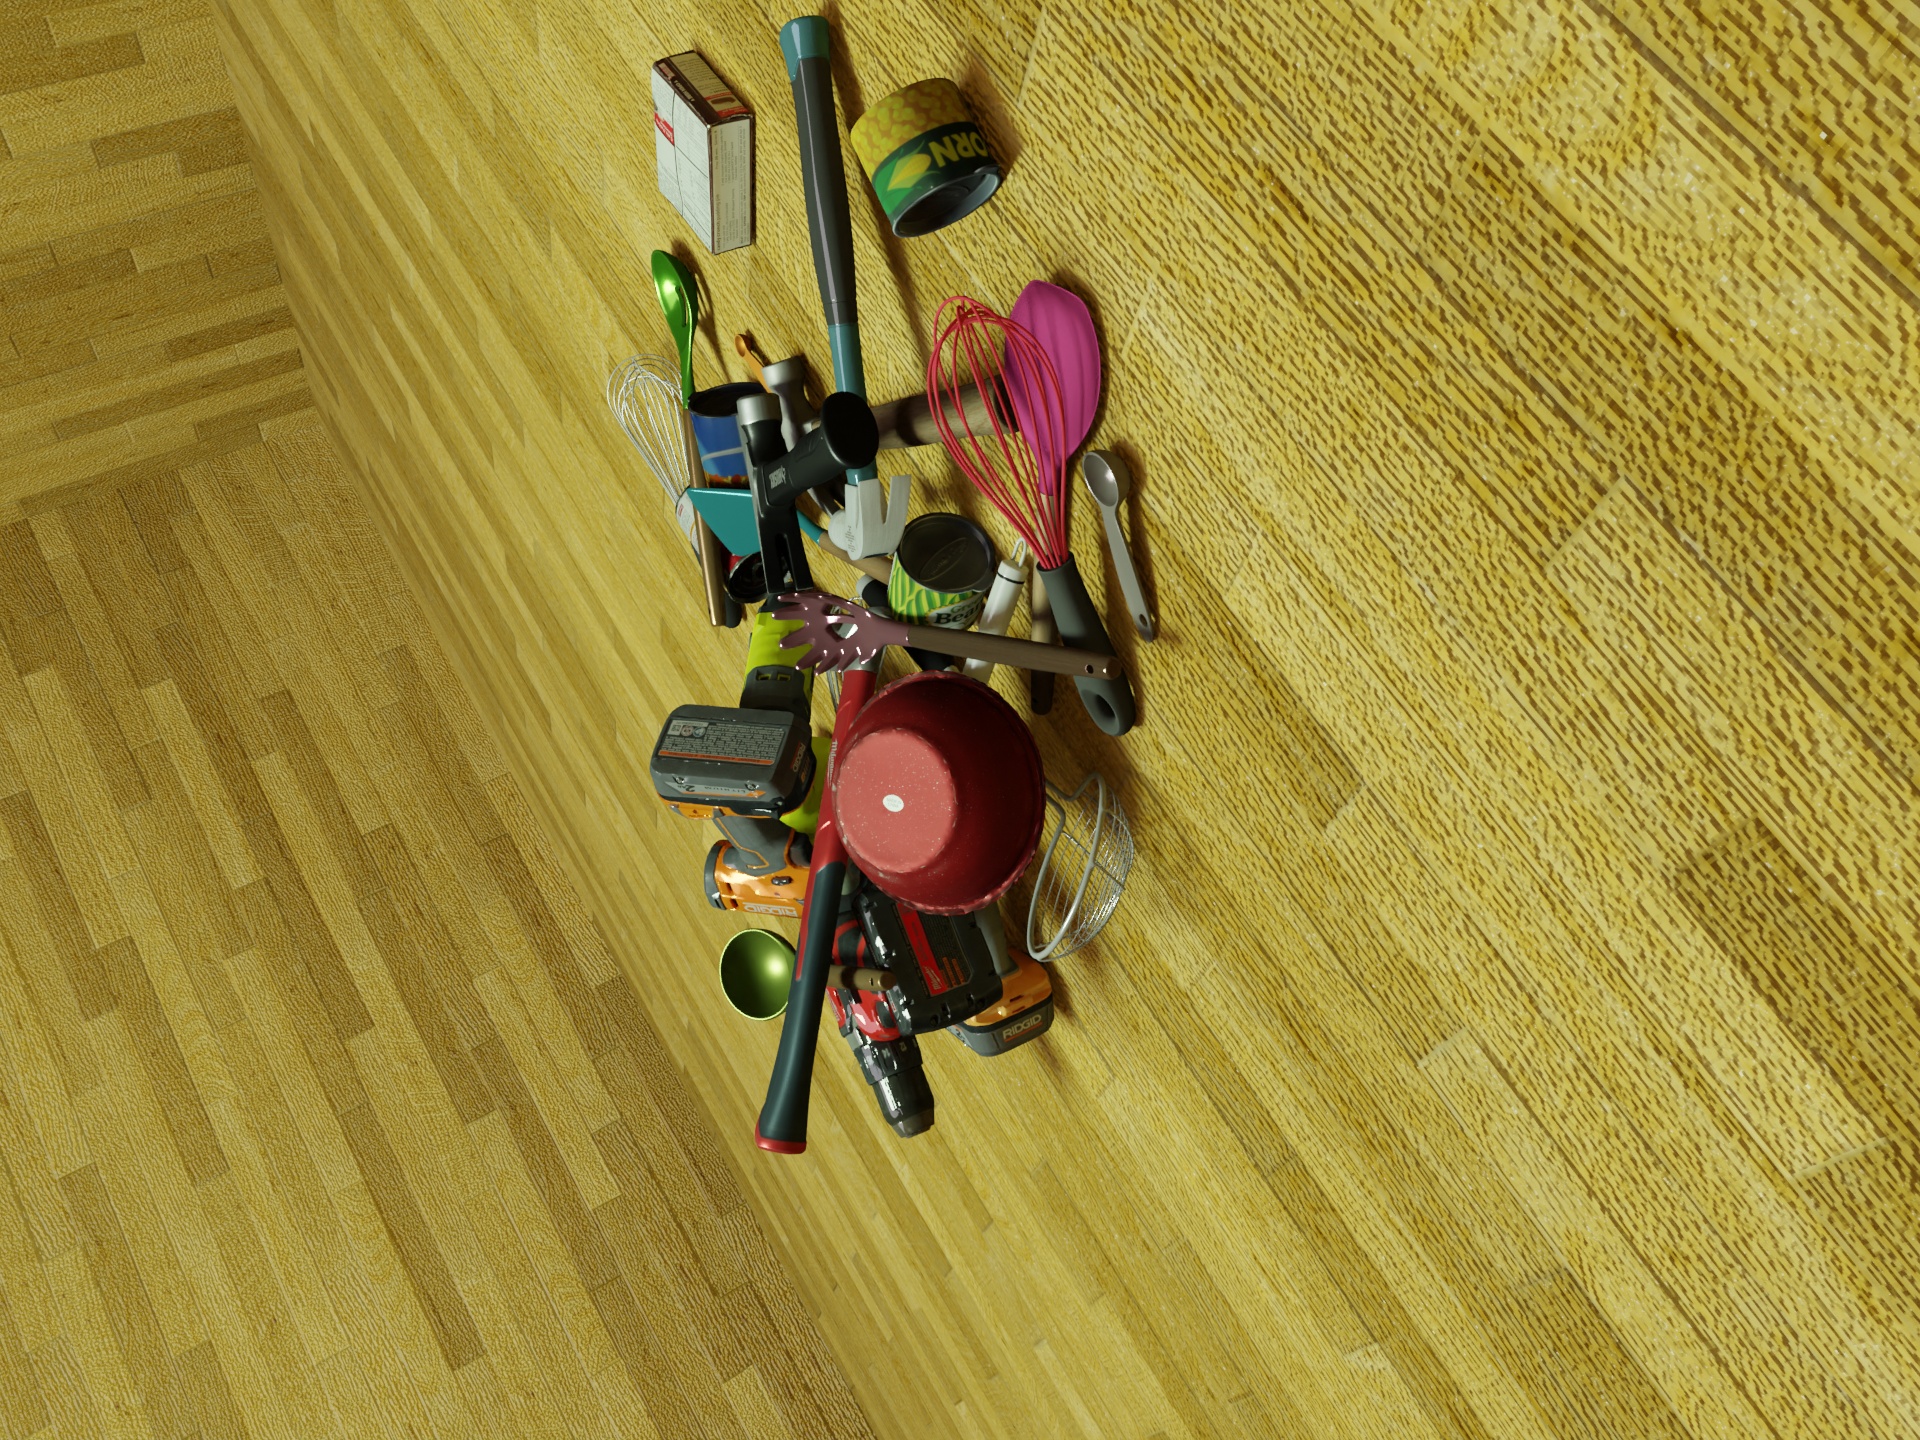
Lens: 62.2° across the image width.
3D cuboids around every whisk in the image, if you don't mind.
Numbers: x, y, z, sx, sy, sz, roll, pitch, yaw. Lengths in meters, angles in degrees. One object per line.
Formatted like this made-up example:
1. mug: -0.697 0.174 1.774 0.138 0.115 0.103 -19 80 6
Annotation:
1. whisk: -0.087 0.015 1.232 0.057 0.059 0.246 35 -130 -54
2. whisk: 0.048 -0.108 0.915 0.073 0.073 0.295 30 149 53
3. whisk: -0.258 -0.207 1.486 0.070 0.070 0.284 33 146 51

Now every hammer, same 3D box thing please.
1. hammer: -0.077 -0.264 1.004 0.128 0.033 0.331 -144 46 -69
2. hammer: -0.088 0.111 1.124 0.143 0.038 0.386 -8 71 61
3. hammer: -0.047 -0.198 1.081 0.331 0.031 0.130 11 122 62
4. hammer: -0.101 -0.160 1.036 0.335 0.035 0.146 -169 70 -75

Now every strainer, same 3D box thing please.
1. strainer: -0.002 -0.003 1.057 0.087 0.050 0.258 -121 46 -61

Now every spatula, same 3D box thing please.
1. spatula: -0.093 -0.121 1.207 0.318 0.044 0.082 30 161 43

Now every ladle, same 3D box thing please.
1. ladle: -0.120 0.198 1.223 0.320 0.062 0.078 162 99 -67

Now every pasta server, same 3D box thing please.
1. pasta server: -0.018 -0.049 1.016 0.316 0.040 0.060 13 121 50

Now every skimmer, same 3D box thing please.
1. skimmer: 0.002 0.011 1.110 0.364 0.090 0.127 50 131 34

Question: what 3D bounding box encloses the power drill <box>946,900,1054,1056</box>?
1. power drill: -0.009 0.133 1.275 0.185 0.084 0.226 24 130 57

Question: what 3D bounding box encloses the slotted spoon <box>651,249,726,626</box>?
1. slotted spoon: -0.222 -0.235 1.332 0.070 0.031 0.314 4 102 64

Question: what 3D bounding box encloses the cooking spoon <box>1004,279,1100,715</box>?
1. cooking spoon: 0.054 -0.120 0.962 0.069 0.017 0.318 32 143 28

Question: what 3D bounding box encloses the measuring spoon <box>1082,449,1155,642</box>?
1. measuring spoon: 0.097 -0.100 0.905 0.034 0.018 0.124 34 149 55

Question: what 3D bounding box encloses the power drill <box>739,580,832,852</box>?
1. power drill: -0.147 0.003 1.388 0.171 0.080 0.223 -88 -1 -45

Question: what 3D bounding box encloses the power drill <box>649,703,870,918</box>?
1. power drill: -0.148 0.087 1.294 0.164 0.084 0.226 5 143 15

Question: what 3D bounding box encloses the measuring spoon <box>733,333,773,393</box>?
1. measuring spoon: -0.144 -0.263 1.251 0.117 0.011 0.021 52 151 19

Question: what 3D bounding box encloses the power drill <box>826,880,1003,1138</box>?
1. power drill: -0.044 0.218 1.224 0.188 0.080 0.226 68 156 14
